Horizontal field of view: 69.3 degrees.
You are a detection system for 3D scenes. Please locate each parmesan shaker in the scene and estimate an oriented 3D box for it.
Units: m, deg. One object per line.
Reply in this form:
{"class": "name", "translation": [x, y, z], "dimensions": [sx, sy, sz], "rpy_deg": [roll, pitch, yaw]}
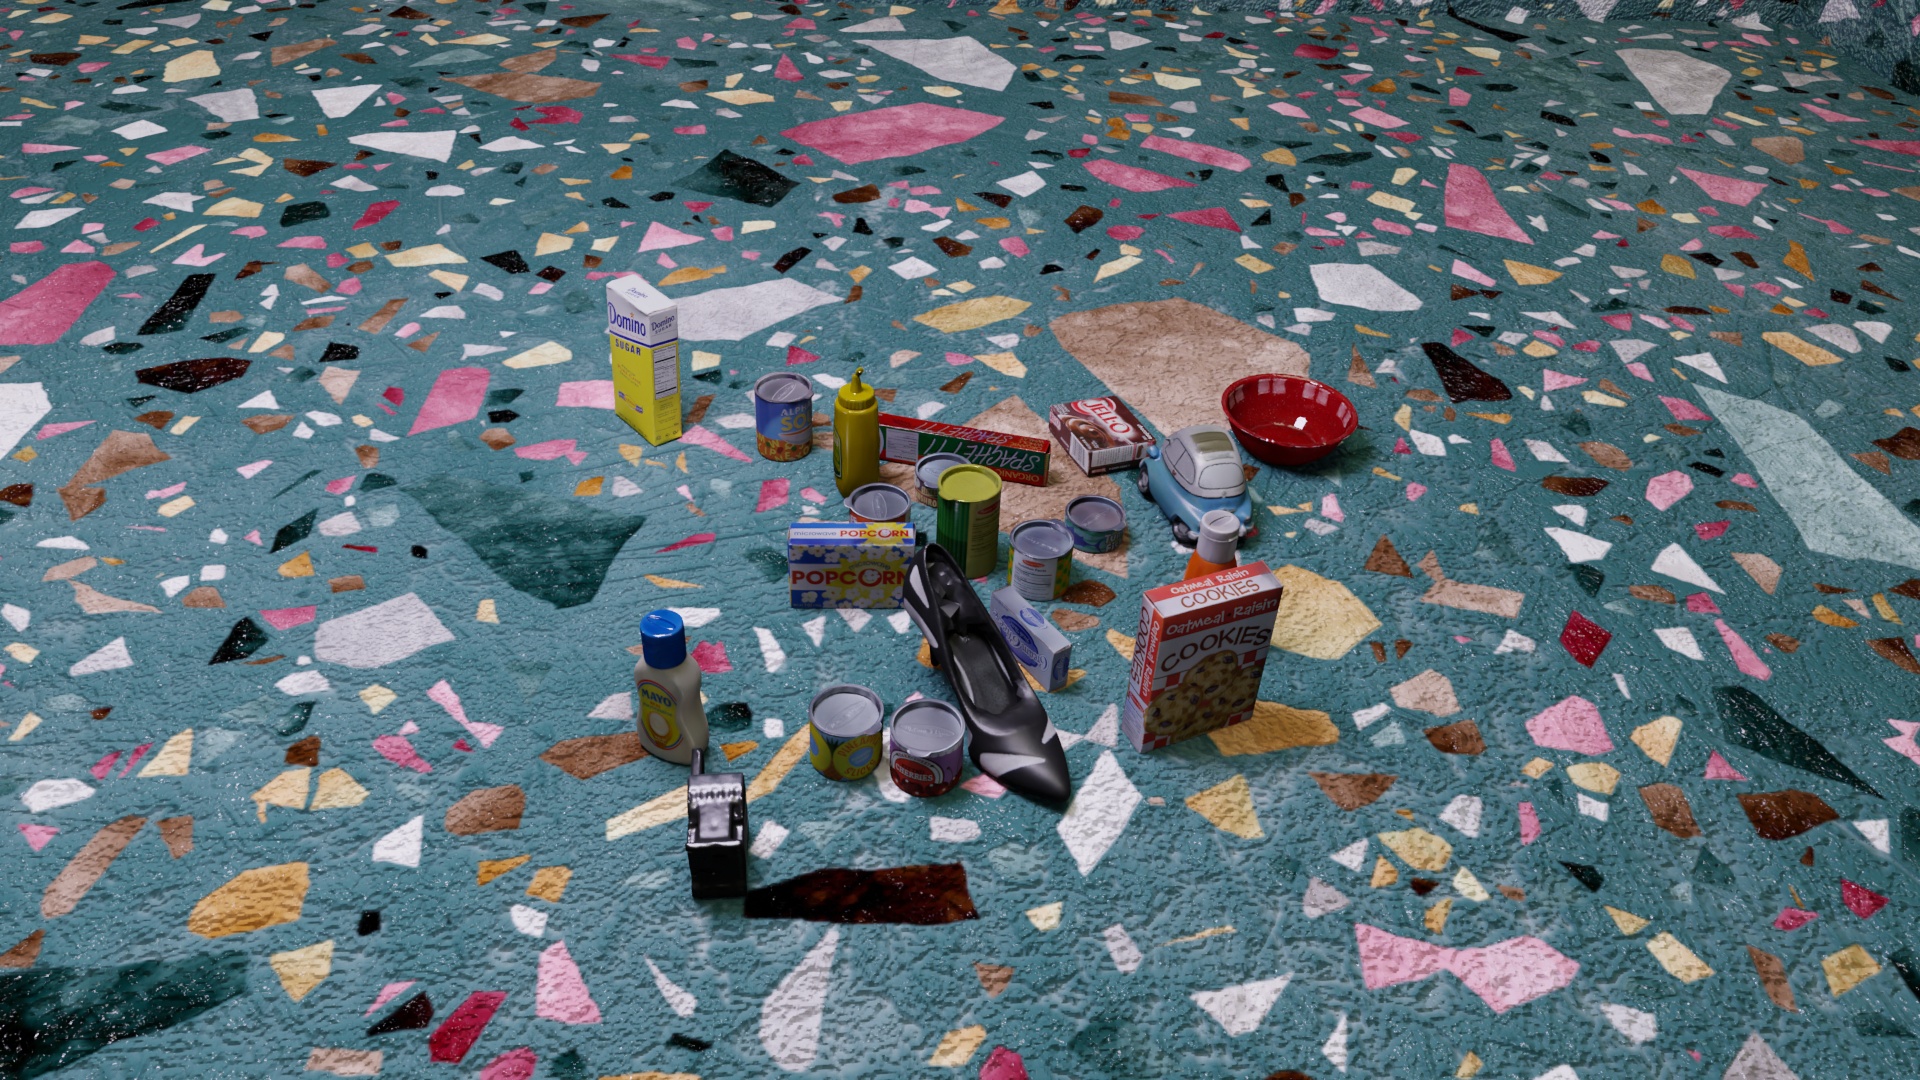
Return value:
{"class": "parmesan shaker", "translation": [0.005, -0.018, 1.442], "dimensions": [0.071, 0.102, 0.072], "rpy_deg": [2, 38, -2]}

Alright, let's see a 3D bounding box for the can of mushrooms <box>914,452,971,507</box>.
{"class": "can of mushrooms", "translation": [-0.020, -0.066, 1.559], "dimensions": [0.071, 0.033, 0.071], "rpy_deg": [2, 38, -2]}

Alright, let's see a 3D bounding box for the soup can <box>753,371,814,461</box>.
{"class": "soup can", "translation": [-0.201, -0.142, 1.602], "dimensions": [0.071, 0.083, 0.072], "rpy_deg": [2, 38, -2]}

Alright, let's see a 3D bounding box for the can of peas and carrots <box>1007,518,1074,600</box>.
{"class": "can of peas and carrots", "translation": [0.083, 0.019, 1.437], "dimensions": [0.071, 0.058, 0.071], "rpy_deg": [2, 38, -2]}

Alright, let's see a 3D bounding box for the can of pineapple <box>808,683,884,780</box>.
{"class": "can of pineapple", "translation": [-0.100, 0.171, 1.228], "dimensions": [0.071, 0.057, 0.071], "rpy_deg": [2, 38, -2]}

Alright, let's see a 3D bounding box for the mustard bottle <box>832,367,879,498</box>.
{"class": "mustard bottle", "translation": [-0.115, -0.123, 1.522], "dimensions": [0.049, 0.159, 0.065], "rpy_deg": [-8, 39, -15]}

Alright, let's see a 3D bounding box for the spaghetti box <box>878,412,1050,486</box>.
{"class": "spaghetti box", "translation": [-0.019, -0.108, 1.599], "dimensions": [0.250, 0.049, 0.029], "rpy_deg": [10, 38, 8]}

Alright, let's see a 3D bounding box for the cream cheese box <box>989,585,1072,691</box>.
{"class": "cream cheese box", "translation": [0.066, 0.094, 1.342], "dimensions": [0.024, 0.053, 0.104], "rpy_deg": [-21, 44, -28]}

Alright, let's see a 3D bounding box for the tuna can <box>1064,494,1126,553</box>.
{"class": "tuna can", "translation": [0.147, -0.017, 1.508], "dimensions": [0.071, 0.032, 0.071], "rpy_deg": [2, 38, -2]}

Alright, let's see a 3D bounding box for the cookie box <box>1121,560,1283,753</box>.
{"class": "cookie box", "translation": [0.215, 0.105, 1.247], "dimensions": [0.123, 0.166, 0.040], "rpy_deg": [-13, 41, -20]}

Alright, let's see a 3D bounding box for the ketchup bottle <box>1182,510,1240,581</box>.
{"class": "ketchup bottle", "translation": [0.242, 0.040, 1.348], "dimensions": [0.065, 0.148, 0.043], "rpy_deg": [-23, 45, -30]}

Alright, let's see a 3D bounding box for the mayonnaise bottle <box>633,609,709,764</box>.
{"class": "mayonnaise bottle", "translation": [-0.253, 0.126, 1.200], "dimensions": [0.065, 0.147, 0.041], "rpy_deg": [18, 40, 19]}

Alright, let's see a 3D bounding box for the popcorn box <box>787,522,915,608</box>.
{"class": "popcorn box", "translation": [-0.109, 0.025, 1.393], "dimensions": [0.127, 0.084, 0.038], "rpy_deg": [0, 38, -4]}

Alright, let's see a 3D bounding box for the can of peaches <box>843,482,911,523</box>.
{"class": "can of peaches", "translation": [-0.088, -0.019, 1.473], "dimensions": [0.071, 0.057, 0.071], "rpy_deg": [2, 38, -2]}

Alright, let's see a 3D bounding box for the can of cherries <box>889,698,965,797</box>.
{"class": "can of cherries", "translation": [-0.031, 0.183, 1.216], "dimensions": [0.071, 0.058, 0.072], "rpy_deg": [2, 38, -2]}
